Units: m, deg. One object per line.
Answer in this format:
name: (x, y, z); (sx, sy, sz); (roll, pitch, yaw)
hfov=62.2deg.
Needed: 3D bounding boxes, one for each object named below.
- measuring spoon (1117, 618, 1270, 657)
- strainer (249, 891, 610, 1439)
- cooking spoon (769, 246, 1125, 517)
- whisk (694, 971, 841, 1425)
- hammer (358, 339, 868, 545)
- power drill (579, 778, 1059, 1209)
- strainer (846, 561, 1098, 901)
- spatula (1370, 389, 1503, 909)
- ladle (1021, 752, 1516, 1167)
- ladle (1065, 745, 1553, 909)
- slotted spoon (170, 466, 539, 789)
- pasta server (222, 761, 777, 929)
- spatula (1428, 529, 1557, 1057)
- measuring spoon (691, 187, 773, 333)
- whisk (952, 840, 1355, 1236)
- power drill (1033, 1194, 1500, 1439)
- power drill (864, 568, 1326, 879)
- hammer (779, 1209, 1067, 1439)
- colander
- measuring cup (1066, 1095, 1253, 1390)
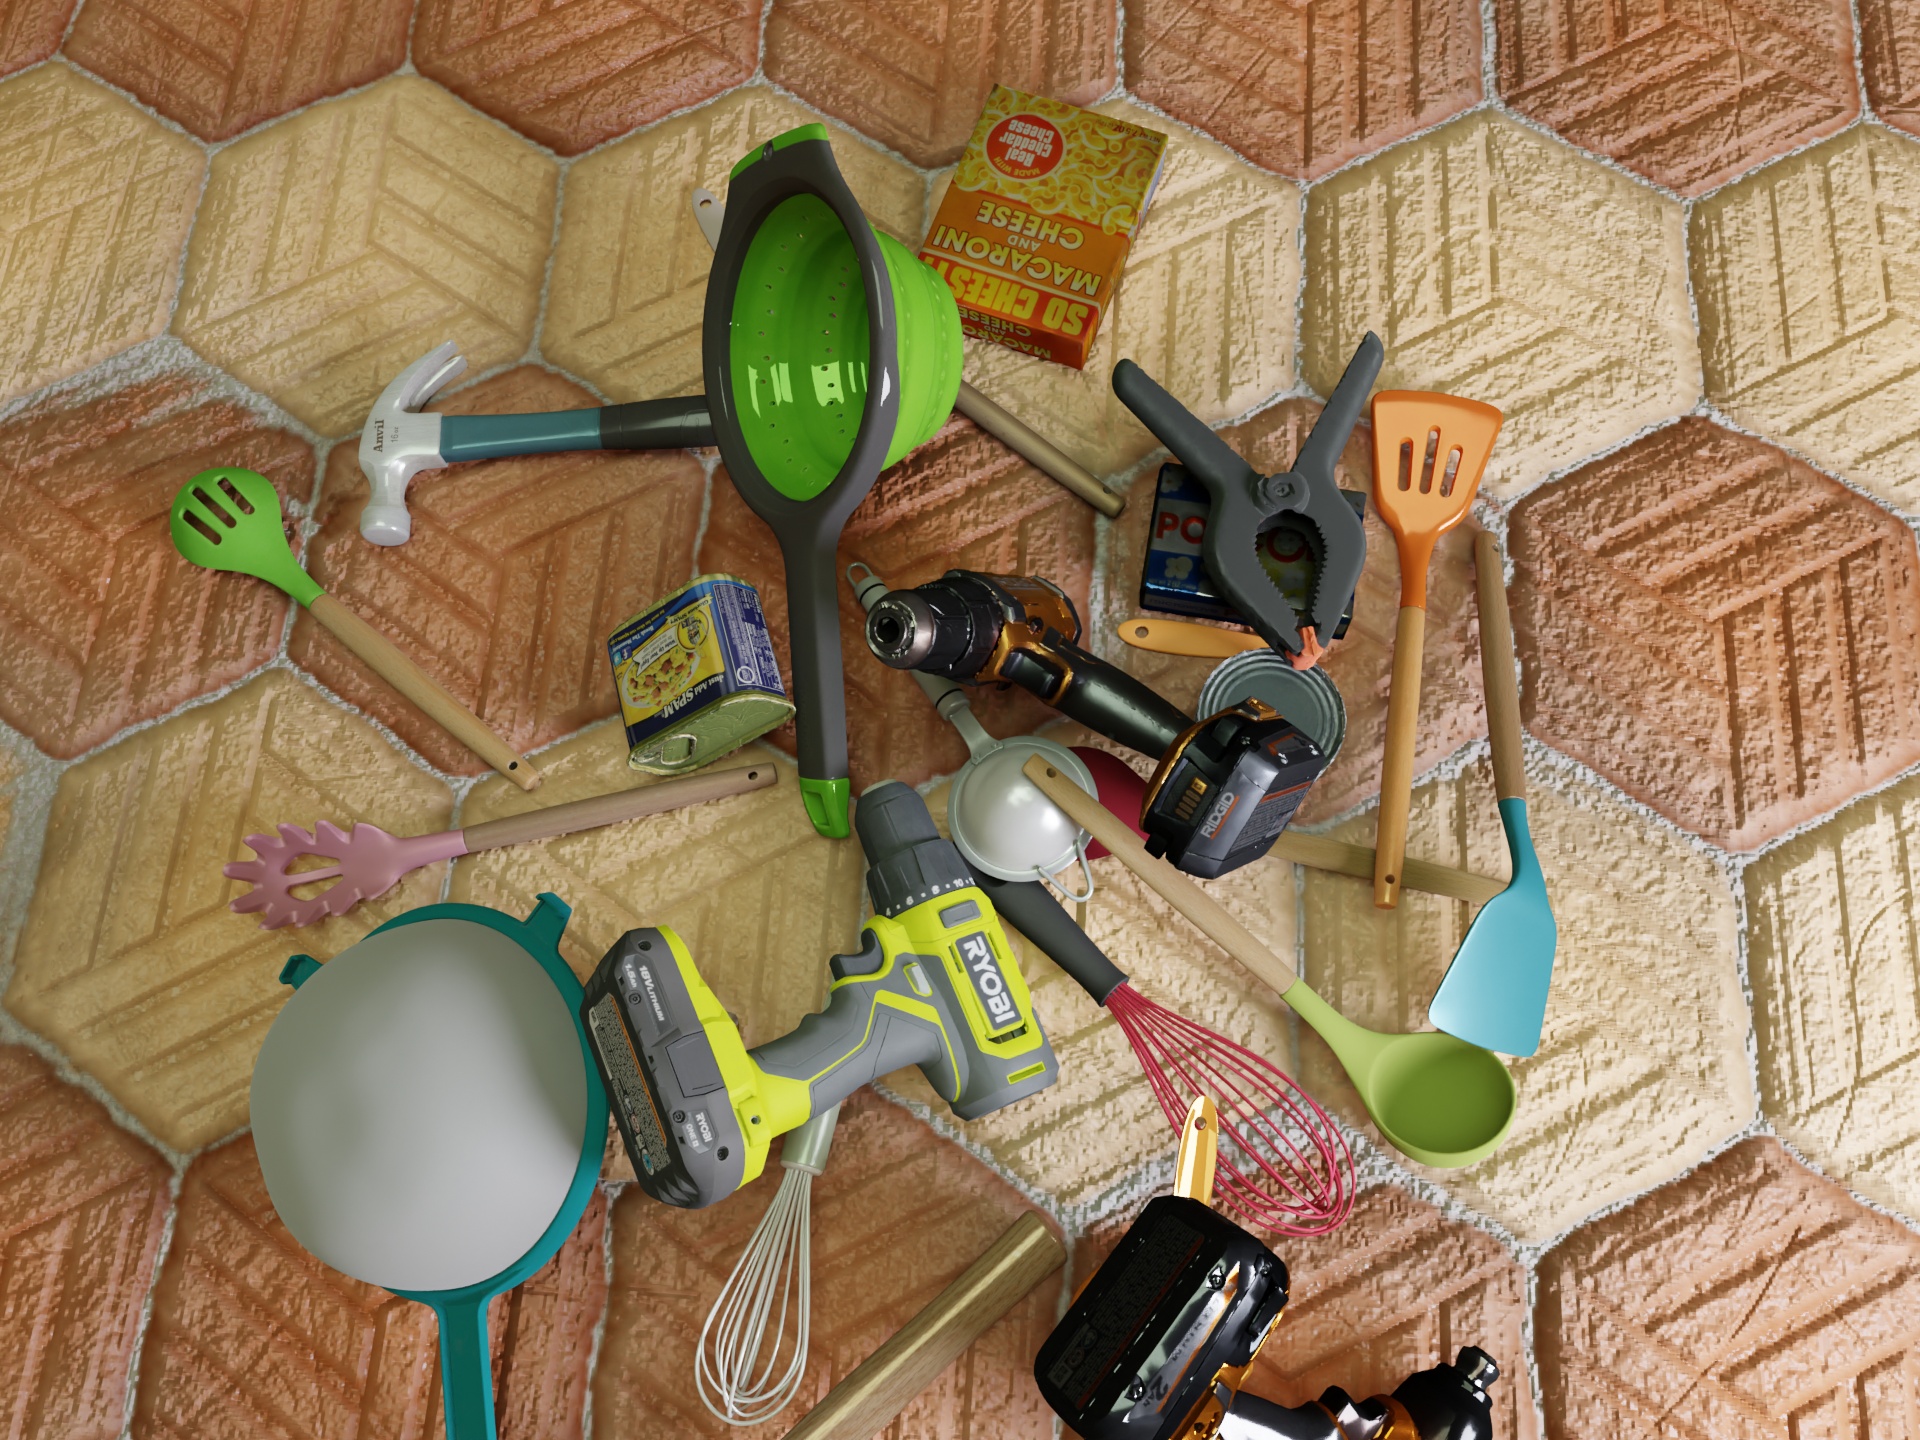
measuring spoon: (0.153, -0.049, 0.962); (0.117, 0.011, 0.021); (7, 73, 4)
strainer: (-0.283, 0.260, 0.805); (0.211, 0.095, 0.340); (-15, 76, 20)
cooking spoon: (-0.024, -0.226, 1.018); (0.319, 0.017, 0.069); (38, 46, 11)
whisk: (-0.089, 0.250, 0.860); (0.059, 0.057, 0.246); (9, 68, 13)
hammer: (-0.213, -0.185, 1.008); (0.331, 0.033, 0.128); (-4, 73, 1)
power drill: (-0.075, 0.139, 0.838); (0.228, 0.080, 0.191); (-14, 73, -33)
strainer: (-0.001, -0.003, 0.925); (0.087, 0.050, 0.259); (-33, 63, -5)
spatula: (0.265, -0.047, 0.935); (0.081, 0.041, 0.323); (10, 68, 5)
ladle: (0.162, 0.121, 0.854); (0.320, 0.062, 0.078); (41, 58, 1)
ladle: (0.182, 0.072, 0.916); (0.315, 0.031, 0.069); (12, 76, 4)
slotted spoon: (-0.375, -0.059, 0.978); (0.314, 0.031, 0.070); (38, 77, 11)
pasta server: (-0.263, 0.064, 0.929); (0.316, 0.040, 0.060); (-12, 85, -3)
spatula: (0.302, 0.027, 0.906); (0.082, 0.044, 0.318); (21, 58, -25)
measuring spoon: (-0.151, -0.309, 1.052); (0.034, 0.018, 0.124); (-27, 73, -6)
whisk: (0.098, 0.164, 0.876); (0.073, 0.073, 0.296); (-42, 70, -10)
power drill: (0.162, 0.330, 0.768); (0.226, 0.084, 0.164); (45, 77, -19)
power drill: (0.066, -0.009, 0.851); (0.226, 0.185, 0.084); (35, 108, 21)
hammer: (-0.075, 0.372, 0.805); (0.331, 0.031, 0.130); (-37, 111, -17)
colander: (-0.059, -0.133, 0.930); (0.094, 0.204, 0.397); (-7, 96, -35)
measuring cup: (0.104, 0.278, 0.821); (0.095, 0.052, 0.174); (12, 83, -14)
